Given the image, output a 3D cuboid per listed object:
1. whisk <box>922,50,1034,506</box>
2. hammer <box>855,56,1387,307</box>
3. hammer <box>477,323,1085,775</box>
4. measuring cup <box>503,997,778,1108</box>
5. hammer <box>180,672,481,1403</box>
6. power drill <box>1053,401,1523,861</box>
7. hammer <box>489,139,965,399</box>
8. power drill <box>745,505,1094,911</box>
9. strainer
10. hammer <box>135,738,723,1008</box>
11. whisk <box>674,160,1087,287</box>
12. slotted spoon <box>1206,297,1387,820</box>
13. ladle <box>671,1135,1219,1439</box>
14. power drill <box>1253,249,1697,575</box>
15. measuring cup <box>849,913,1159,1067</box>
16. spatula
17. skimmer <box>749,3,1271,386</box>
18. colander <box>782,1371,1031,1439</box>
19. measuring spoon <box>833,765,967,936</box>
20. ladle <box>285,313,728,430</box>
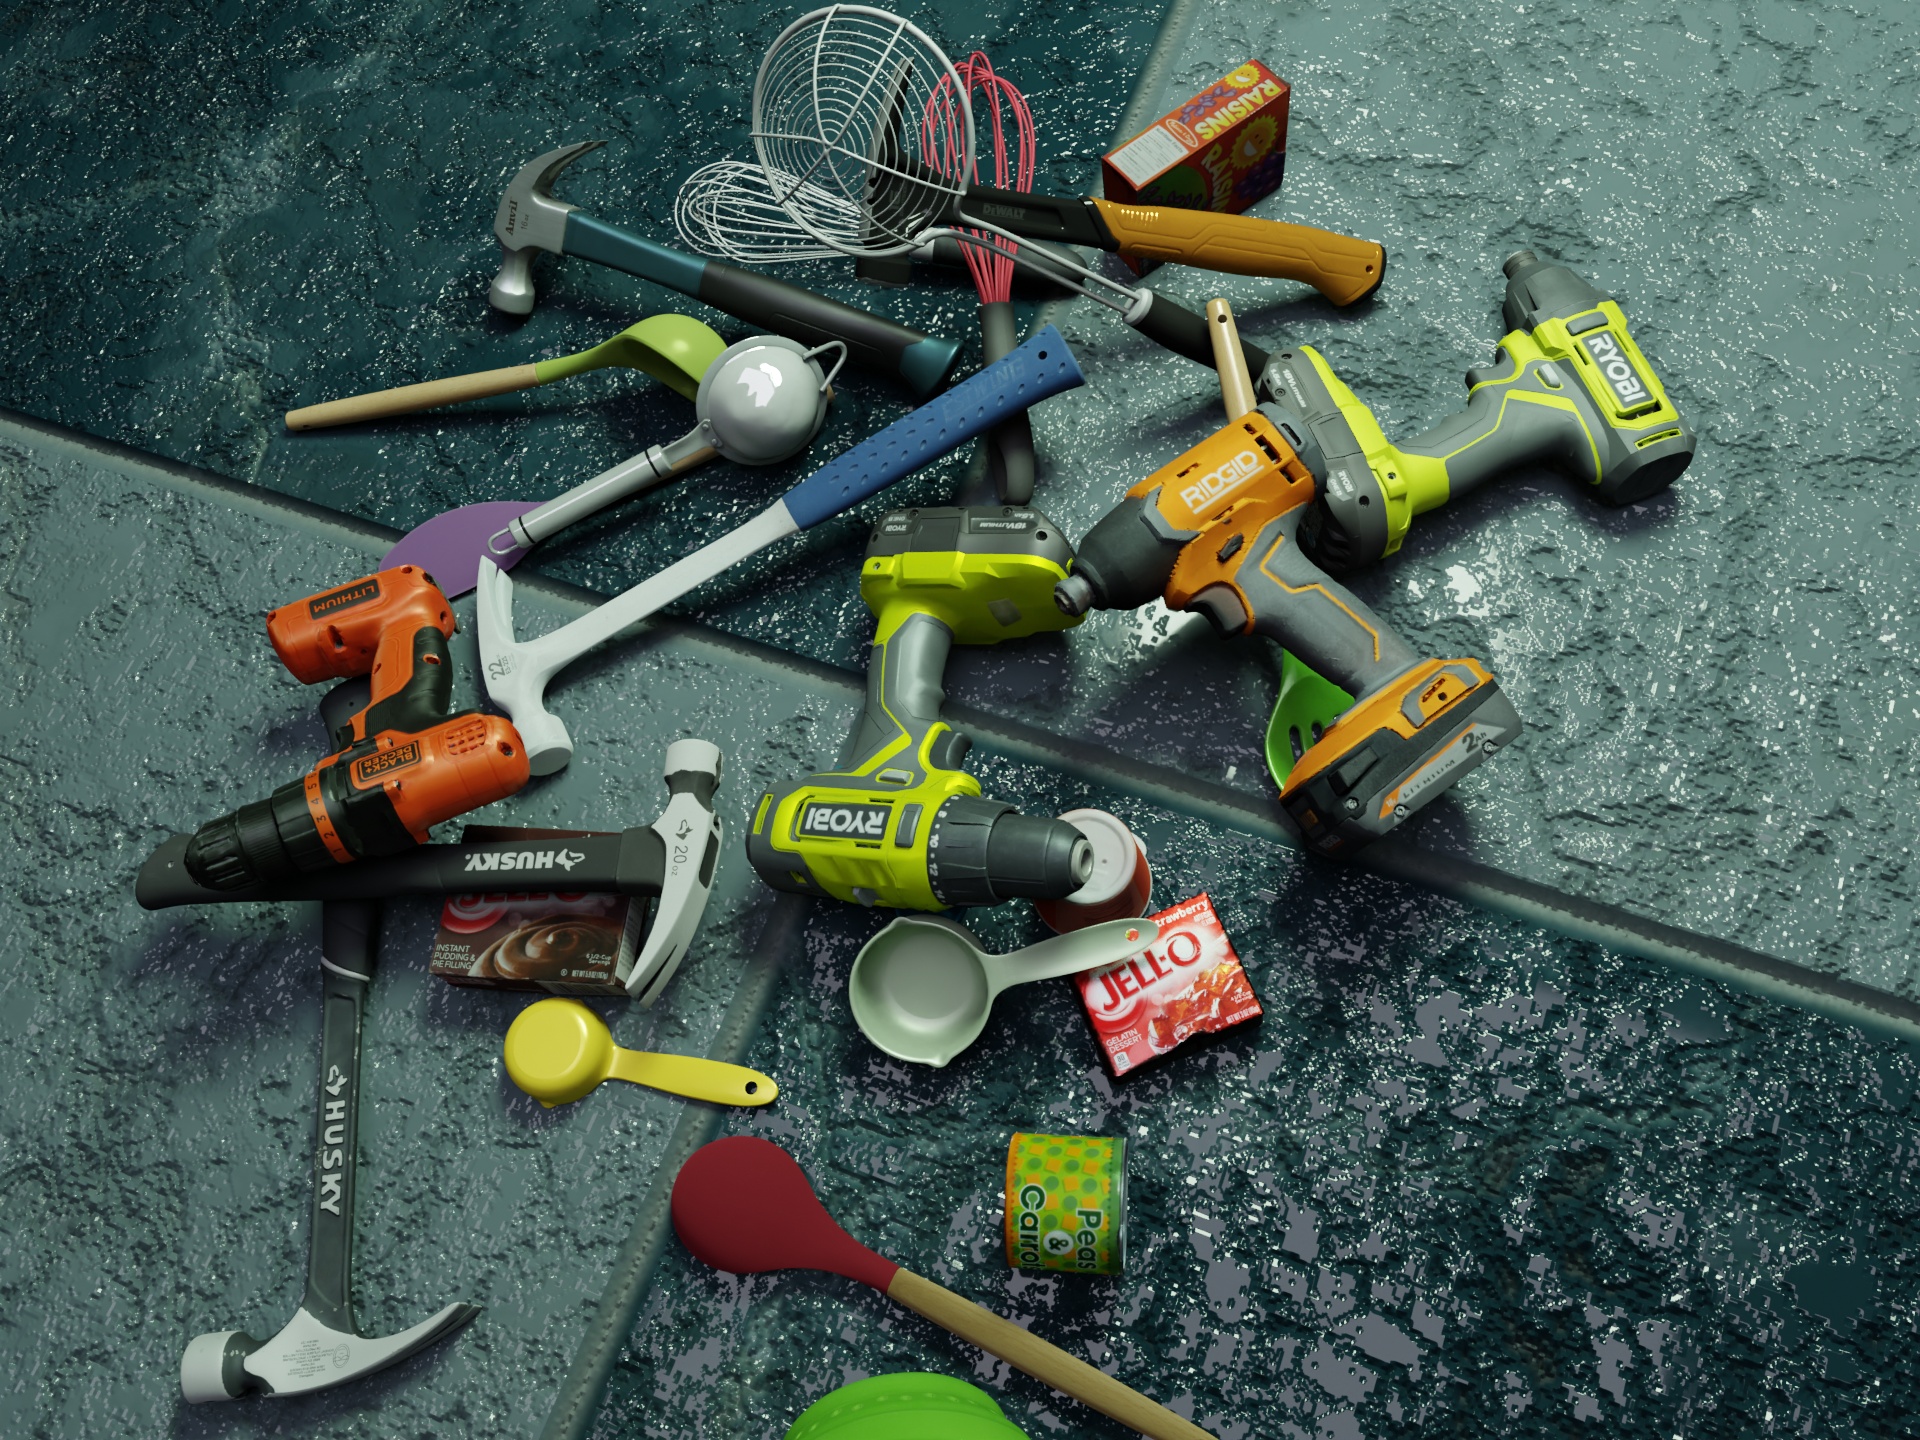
[{"bbox_3d":[0.020,-0.278,0.999,0.073,0.073,0.296,-6,84,5],"label":"whisk"},{"bbox_3d":[0.107,-0.306,0.964,0.336,0.034,0.127,4,108,-17],"label":"hammer"},{"bbox_3d":[-0.114,-0.124,0.963,0.405,0.035,0.144,-30,65,4],"label":"hammer"},{"bbox_3d":[-0.176,0.187,0.868,0.156,0.029,0.062,7,68,12],"label":"measuring cup"},{"bbox_3d":[-0.345,0.160,0.901,0.149,0.036,0.409,-8,66,3],"label":"hammer"},{"bbox_3d":[0.166,-0.041,0.841,0.164,0.084,0.226,-33,79,-12],"label":"power drill"},{"bbox_3d":[-0.155,-0.283,1.044,0.331,0.128,0.033,22,27,9],"label":"hammer"},{"bbox_3d":[-0.001,-0.003,0.877,0.190,0.080,0.229,2,62,27],"label":"power drill"},{"bbox_3d":[-0.181,-0.165,0.997,0.258,0.086,0.050,-27,40,2],"label":"strainer"},{"bbox_3d":[-0.300,0.088,0.884,0.335,0.035,0.146,-3,62,8],"label":"hammer"},{"bbox_3d":[-0.055,-0.322,1.061,0.284,0.070,0.070,12,69,7],"label":"whisk"},{"bbox_3d":[0.182,-0.094,0.908,0.070,0.031,0.314,-12,80,0],"label":"slotted spoon"},{"bbox_3d":[-0.011,0.297,0.803,0.315,0.031,0.069,23,71,14],"label":"ladle"},{"bbox_3d":[0.294,-0.186,0.946,0.223,0.080,0.171,-19,66,-5],"label":"power drill"},{"bbox_3d":[0.024,0.129,0.847,0.167,0.038,0.083,-16,93,6],"label":"measuring cup"},{"bbox_3d":[-0.228,-0.152,1.028,0.316,0.018,0.060,-24,71,-2],"label":"spatula"},{"bbox_3d":[0.050,-0.279,0.914,0.127,0.363,0.090,-44,45,36],"label":"skimmer"},{"bbox_3d":[0.055,0.364,0.727,0.397,0.204,0.095,0,31,-9],"label":"colander"},{"bbox_3d":[-0.037,0.074,0.910,0.042,0.021,0.129,-36,58,-3],"label":"measuring spoon"},{"bbox_3d":[-0.301,-0.212,1.046,0.320,0.078,0.062,-7,72,12],"label":"ladle"}]
